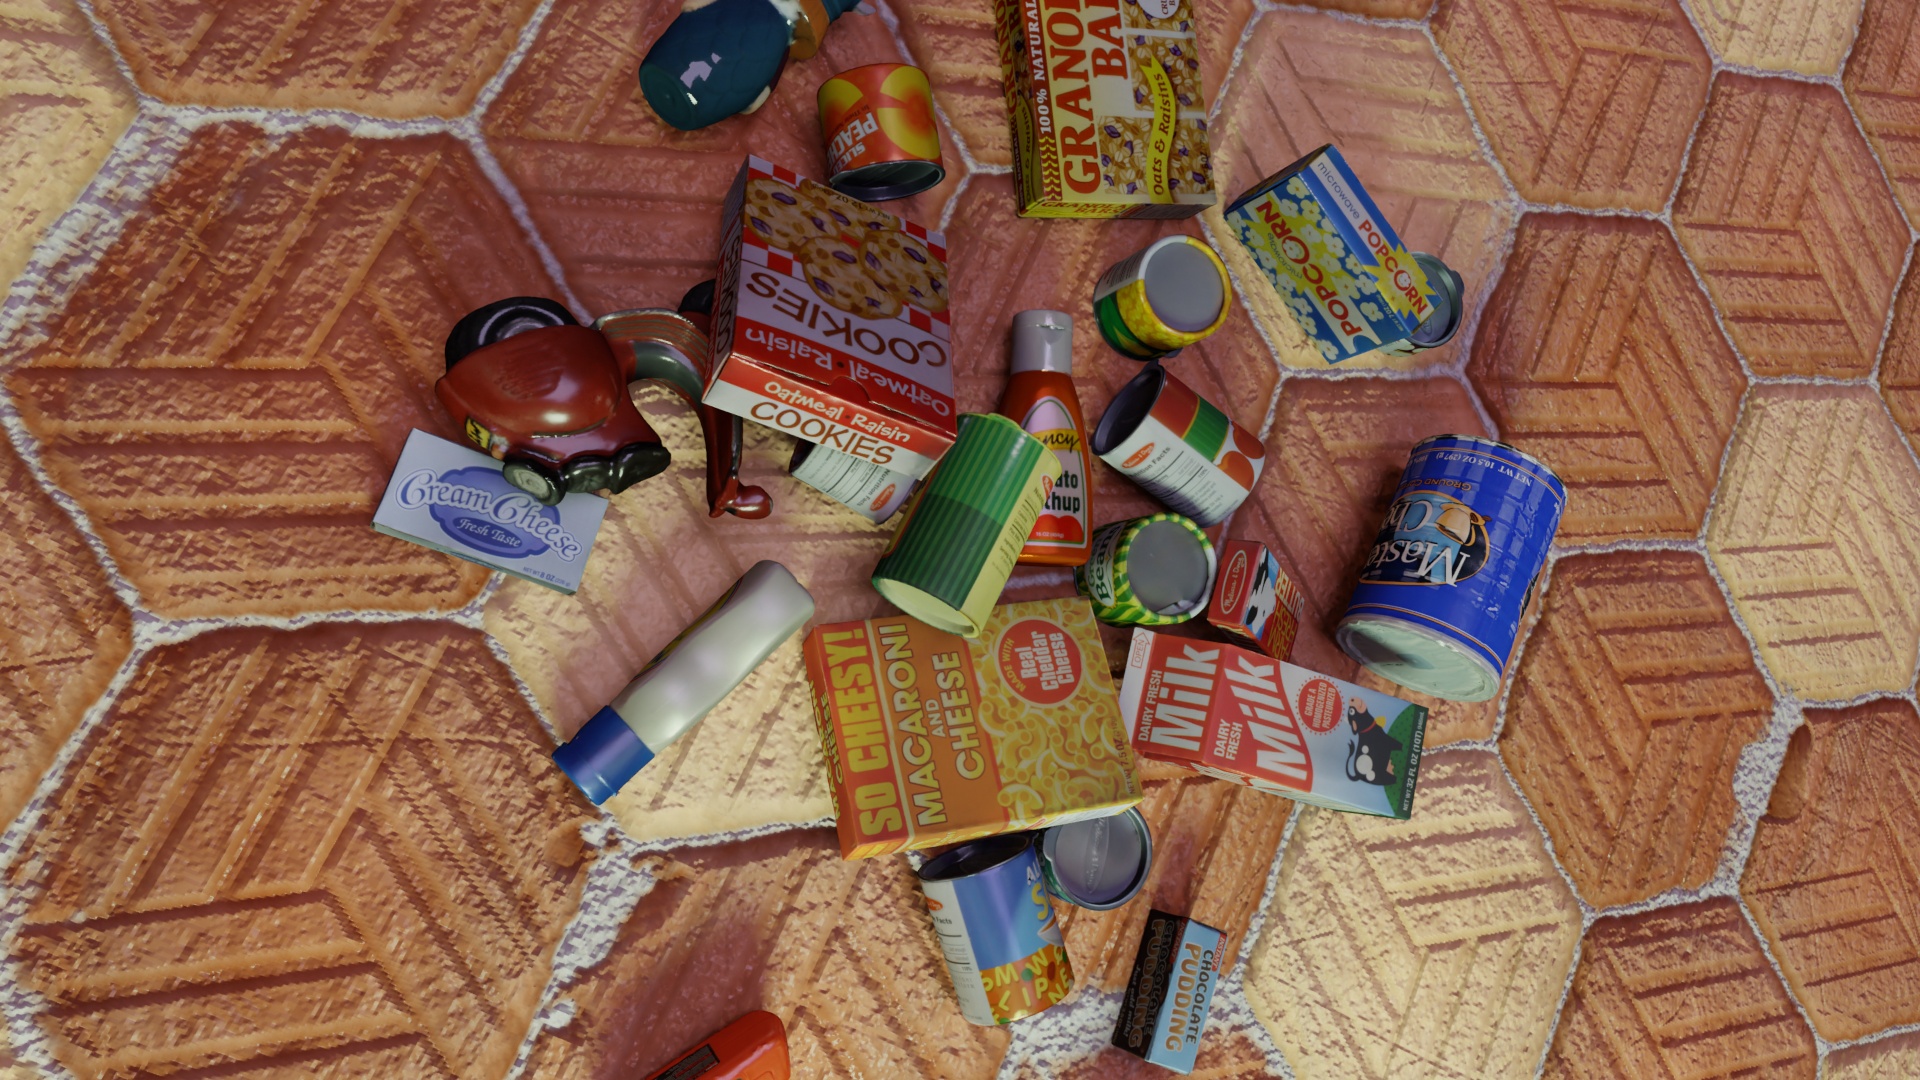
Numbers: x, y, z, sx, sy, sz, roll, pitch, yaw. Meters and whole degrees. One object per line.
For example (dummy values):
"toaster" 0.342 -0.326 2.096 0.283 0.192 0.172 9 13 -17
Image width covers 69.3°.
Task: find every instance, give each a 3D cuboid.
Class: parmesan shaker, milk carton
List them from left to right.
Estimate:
"parmesan shaker" 0.003 -0.009 0.742 0.071 0.071 0.103 33 71 -16
"milk carton" 0.179 0.110 0.836 0.191 0.073 0.072 17 78 -19

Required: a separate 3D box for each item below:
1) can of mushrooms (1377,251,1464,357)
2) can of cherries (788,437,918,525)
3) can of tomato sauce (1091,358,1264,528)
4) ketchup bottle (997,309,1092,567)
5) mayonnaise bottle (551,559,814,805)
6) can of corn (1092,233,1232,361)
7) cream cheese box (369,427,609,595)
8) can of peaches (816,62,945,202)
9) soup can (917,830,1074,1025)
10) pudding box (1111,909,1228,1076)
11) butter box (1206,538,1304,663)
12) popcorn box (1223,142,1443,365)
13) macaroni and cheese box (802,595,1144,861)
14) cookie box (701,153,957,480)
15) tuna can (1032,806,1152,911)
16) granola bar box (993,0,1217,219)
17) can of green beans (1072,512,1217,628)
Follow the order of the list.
"can of mushrooms" 0.306 -0.160 0.943 0.071 0.033 0.071 3 82 -22
"can of cherries" -0.054 -0.052 0.766 0.058 0.071 0.071 30 74 -16
"can of tomato sauce" 0.133 -0.058 0.842 0.083 0.071 0.071 34 73 -16
"ketchup bottle" 0.046 -0.060 0.818 0.065 0.043 0.149 4 82 -15
"mayonnaise bottle" -0.142 0.072 0.716 0.148 0.064 0.041 -43 98 -17
"can of corn" 0.126 -0.147 0.853 0.071 0.058 0.071 3 83 -22
"cream cheese box" -0.237 -0.014 0.705 0.104 0.024 0.053 21 75 -19
"can of peaches" -0.047 -0.230 0.786 0.071 0.071 0.058 -7 86 -23
"soup can" 0.023 0.211 0.763 0.071 0.071 0.083 -18 92 -23
"pudding box" 0.122 0.261 0.807 0.030 0.049 0.084 24 75 -17
"butter box" 0.180 0.041 0.841 0.103 0.024 0.053 40 64 -56
"popcorn box" 0.236 -0.181 0.889 0.038 0.085 0.126 -42 100 -22
"macaroni and cheese box" 0.006 0.101 0.766 0.167 0.040 0.124 -5 67 -22
"cookie box" -0.066 -0.121 0.732 0.123 0.040 0.168 19 44 -23
"tuna can" 0.073 0.179 0.806 0.071 0.032 0.071 3 83 -22
"granola bar box" 0.089 -0.285 0.865 0.124 0.039 0.165 -5 86 -24
"can of green beans" 0.110 0.018 0.827 0.071 0.057 0.071 3 83 -22
